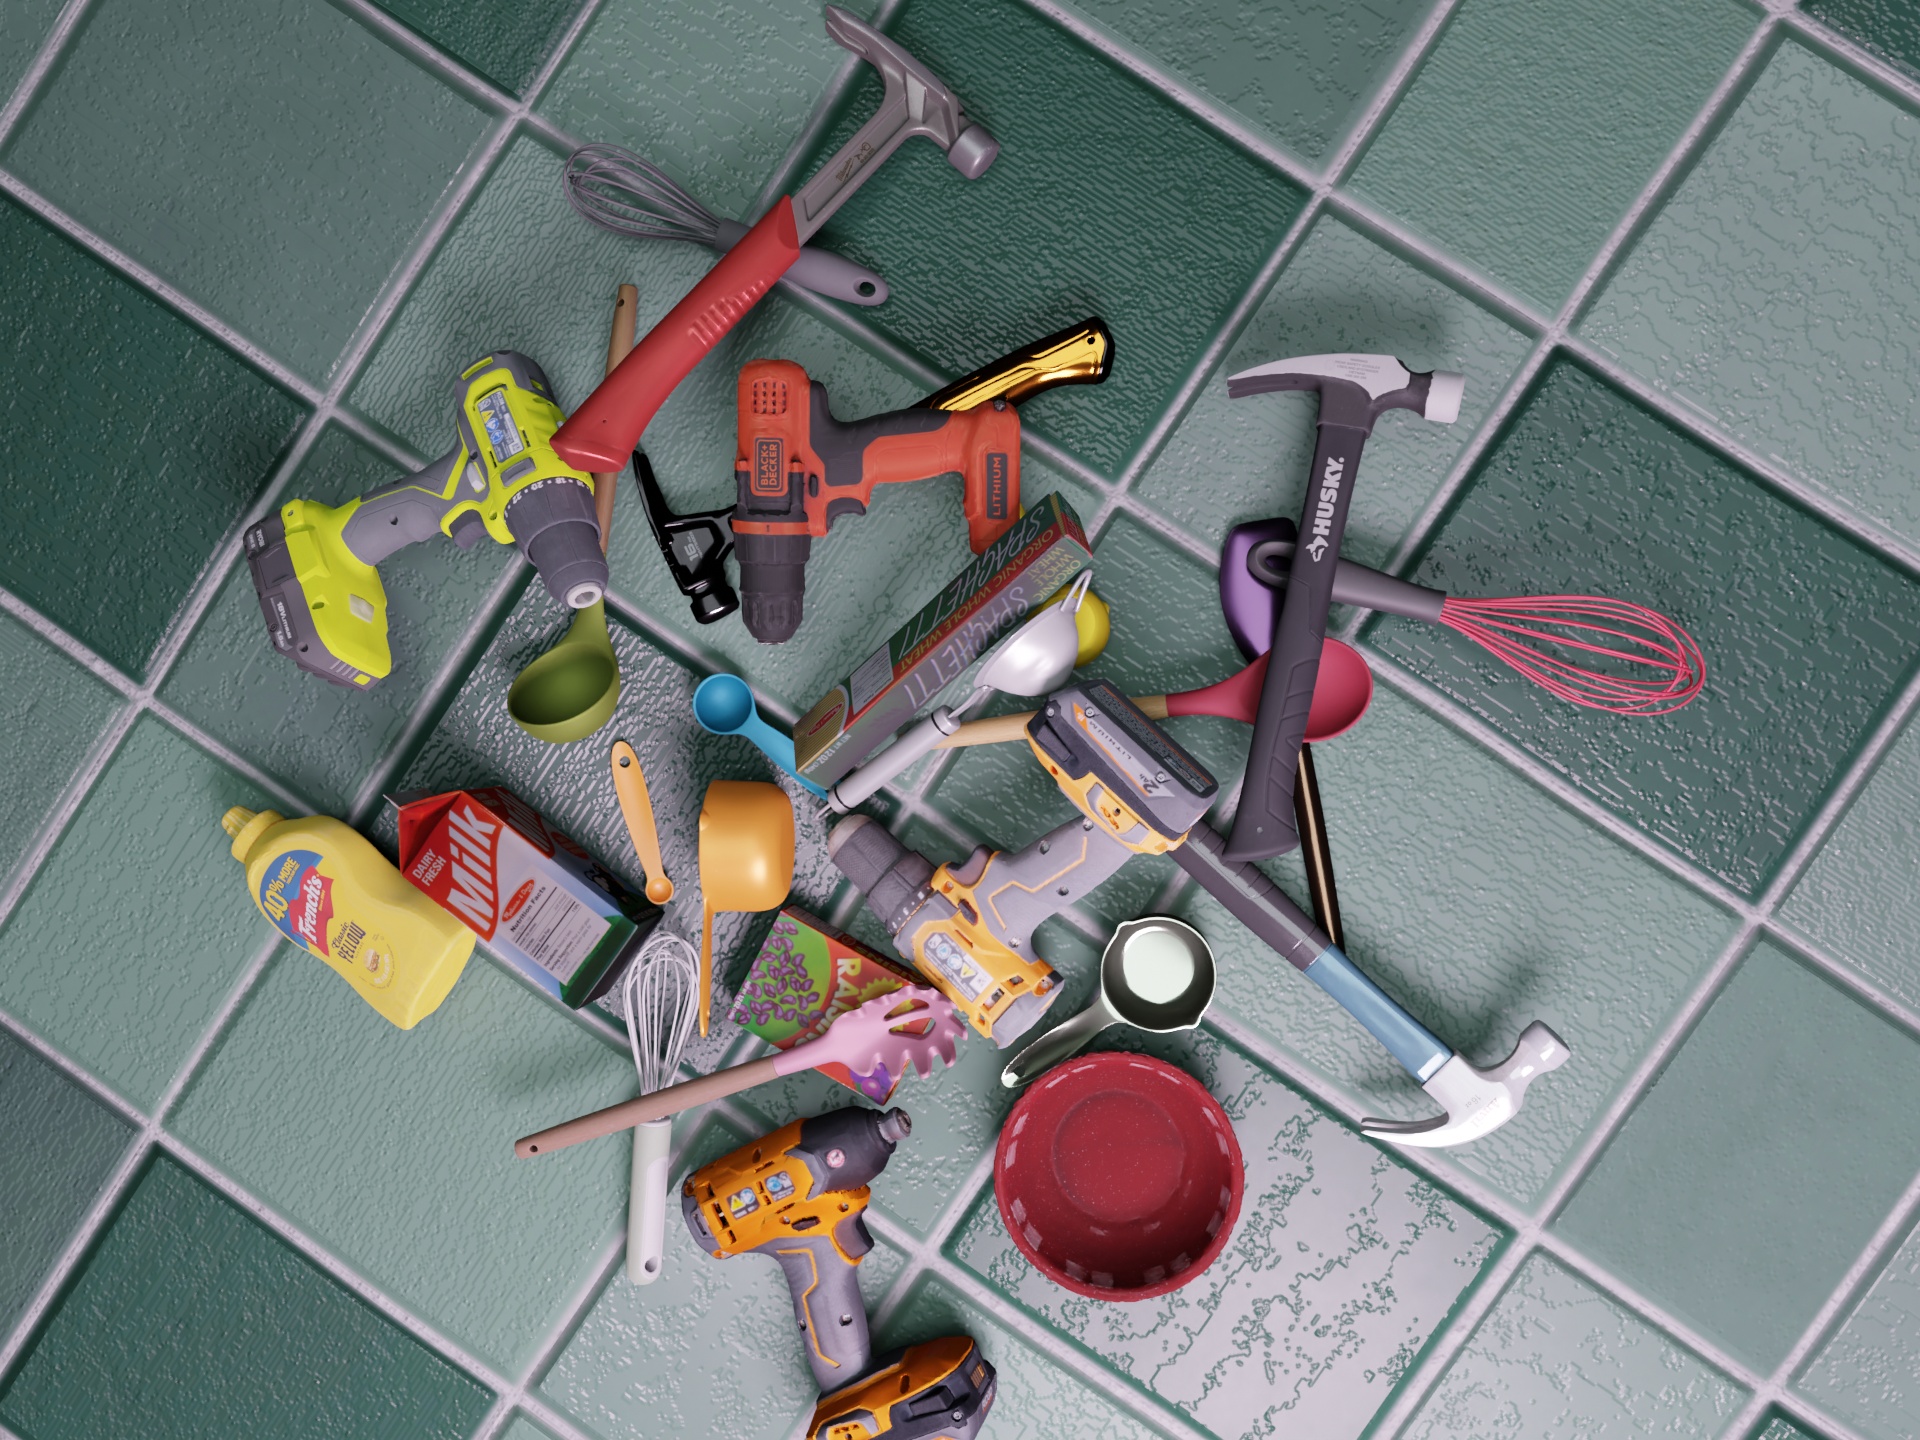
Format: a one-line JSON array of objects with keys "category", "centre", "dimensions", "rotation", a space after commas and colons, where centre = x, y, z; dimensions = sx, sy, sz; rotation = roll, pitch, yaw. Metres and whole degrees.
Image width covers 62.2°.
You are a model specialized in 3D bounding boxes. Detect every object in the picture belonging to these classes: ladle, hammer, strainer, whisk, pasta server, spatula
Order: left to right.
[{"category": "ladle", "centre": [-0.252, -0.143, 1.083], "dimensions": [0.078, 0.062, 0.320], "rotation": [6, 87, 22]}, {"category": "whisk", "centre": [-0.208, 0.264, 1.083], "dimensions": [0.059, 0.057, 0.246], "rotation": [8, 96, 40]}, {"category": "whisk", "centre": [-0.160, -0.333, 1.081], "dimensions": [0.239, 0.055, 0.055], "rotation": [21, 92, 0]}, {"category": "pasta server", "centre": [-0.147, 0.237, 1.039], "dimensions": [0.316, 0.040, 0.060], "rotation": [-19, 100, 5]}, {"category": "hammer", "centre": [-0.141, -0.304, 1.038], "dimensions": [0.149, 0.036, 0.359], "rotation": [40, 78, 2]}, {"category": "hammer", "centre": [-0.054, -0.192, 1.075], "dimensions": [0.337, 0.034, 0.127], "rotation": [-25, 89, 5]}, {"category": "strainer", "centre": [-0.002, -0.003, 1.034], "dimensions": [0.258, 0.087, 0.050], "rotation": [-37, 79, 23]}, {"category": "ladle", "centre": [0.111, -0.005, 1.053], "dimensions": [0.315, 0.031, 0.069], "rotation": [-8, 86, 11]}, {"category": "spatula", "centre": [0.222, 0.022, 1.057], "dimensions": [0.060, 0.018, 0.316], "rotation": [-10, 88, 2]}, {"category": "hammer", "centre": [0.213, -0.073, 1.008], "dimensions": [0.146, 0.035, 0.335], "rotation": [12, 83, 14]}, {"category": "hammer", "centre": [0.222, 0.143, 1.032], "dimensions": [0.331, 0.033, 0.128], "rotation": [43, 102, 10]}, {"category": "whisk", "centre": [0.329, -0.068, 1.026], "dimensions": [0.296, 0.073, 0.073], "rotation": [17, 91, 9]}]

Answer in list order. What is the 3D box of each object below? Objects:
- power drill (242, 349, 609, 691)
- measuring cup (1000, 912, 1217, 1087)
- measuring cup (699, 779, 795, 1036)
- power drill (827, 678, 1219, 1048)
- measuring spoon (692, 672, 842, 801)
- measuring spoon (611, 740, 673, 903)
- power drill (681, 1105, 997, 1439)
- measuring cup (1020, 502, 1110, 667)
[{"category": "power drill", "centre": [-0.345, -0.117, 1.054], "dimensions": [0.228, 0.080, 0.191], "rotation": [-29, 66, 8]}, {"category": "measuring cup", "centre": [0.096, 0.192, 1.061], "dimensions": [0.167, 0.038, 0.083], "rotation": [-37, 87, 10]}, {"category": "measuring cup", "centre": [-0.139, 0.121, 1.036], "dimensions": [0.052, 0.095, 0.174], "rotation": [-1, 63, 3]}, {"category": "power drill", "centre": [0.032, 0.075, 1.030], "dimensions": [0.185, 0.084, 0.226], "rotation": [43, 109, 11]}, {"category": "measuring spoon", "centre": [-0.128, 0.015, 1.093], "dimensions": [0.128, 0.021, 0.042], "rotation": [39, 93, -5]}, {"category": "measuring spoon", "centre": [-0.221, 0.071, 1.103], "dimensions": [0.021, 0.011, 0.117], "rotation": [-17, 85, 3]}, {"category": "power drill", "centre": [-0.066, 0.369, 1.044], "dimensions": [0.164, 0.084, 0.226], "rotation": [-30, 84, 14]}, {"category": "measuring cup", "centre": [0.049, -0.107, 1.067], "dimensions": [0.062, 0.029, 0.156], "rotation": [-28, 88, 5]}]
